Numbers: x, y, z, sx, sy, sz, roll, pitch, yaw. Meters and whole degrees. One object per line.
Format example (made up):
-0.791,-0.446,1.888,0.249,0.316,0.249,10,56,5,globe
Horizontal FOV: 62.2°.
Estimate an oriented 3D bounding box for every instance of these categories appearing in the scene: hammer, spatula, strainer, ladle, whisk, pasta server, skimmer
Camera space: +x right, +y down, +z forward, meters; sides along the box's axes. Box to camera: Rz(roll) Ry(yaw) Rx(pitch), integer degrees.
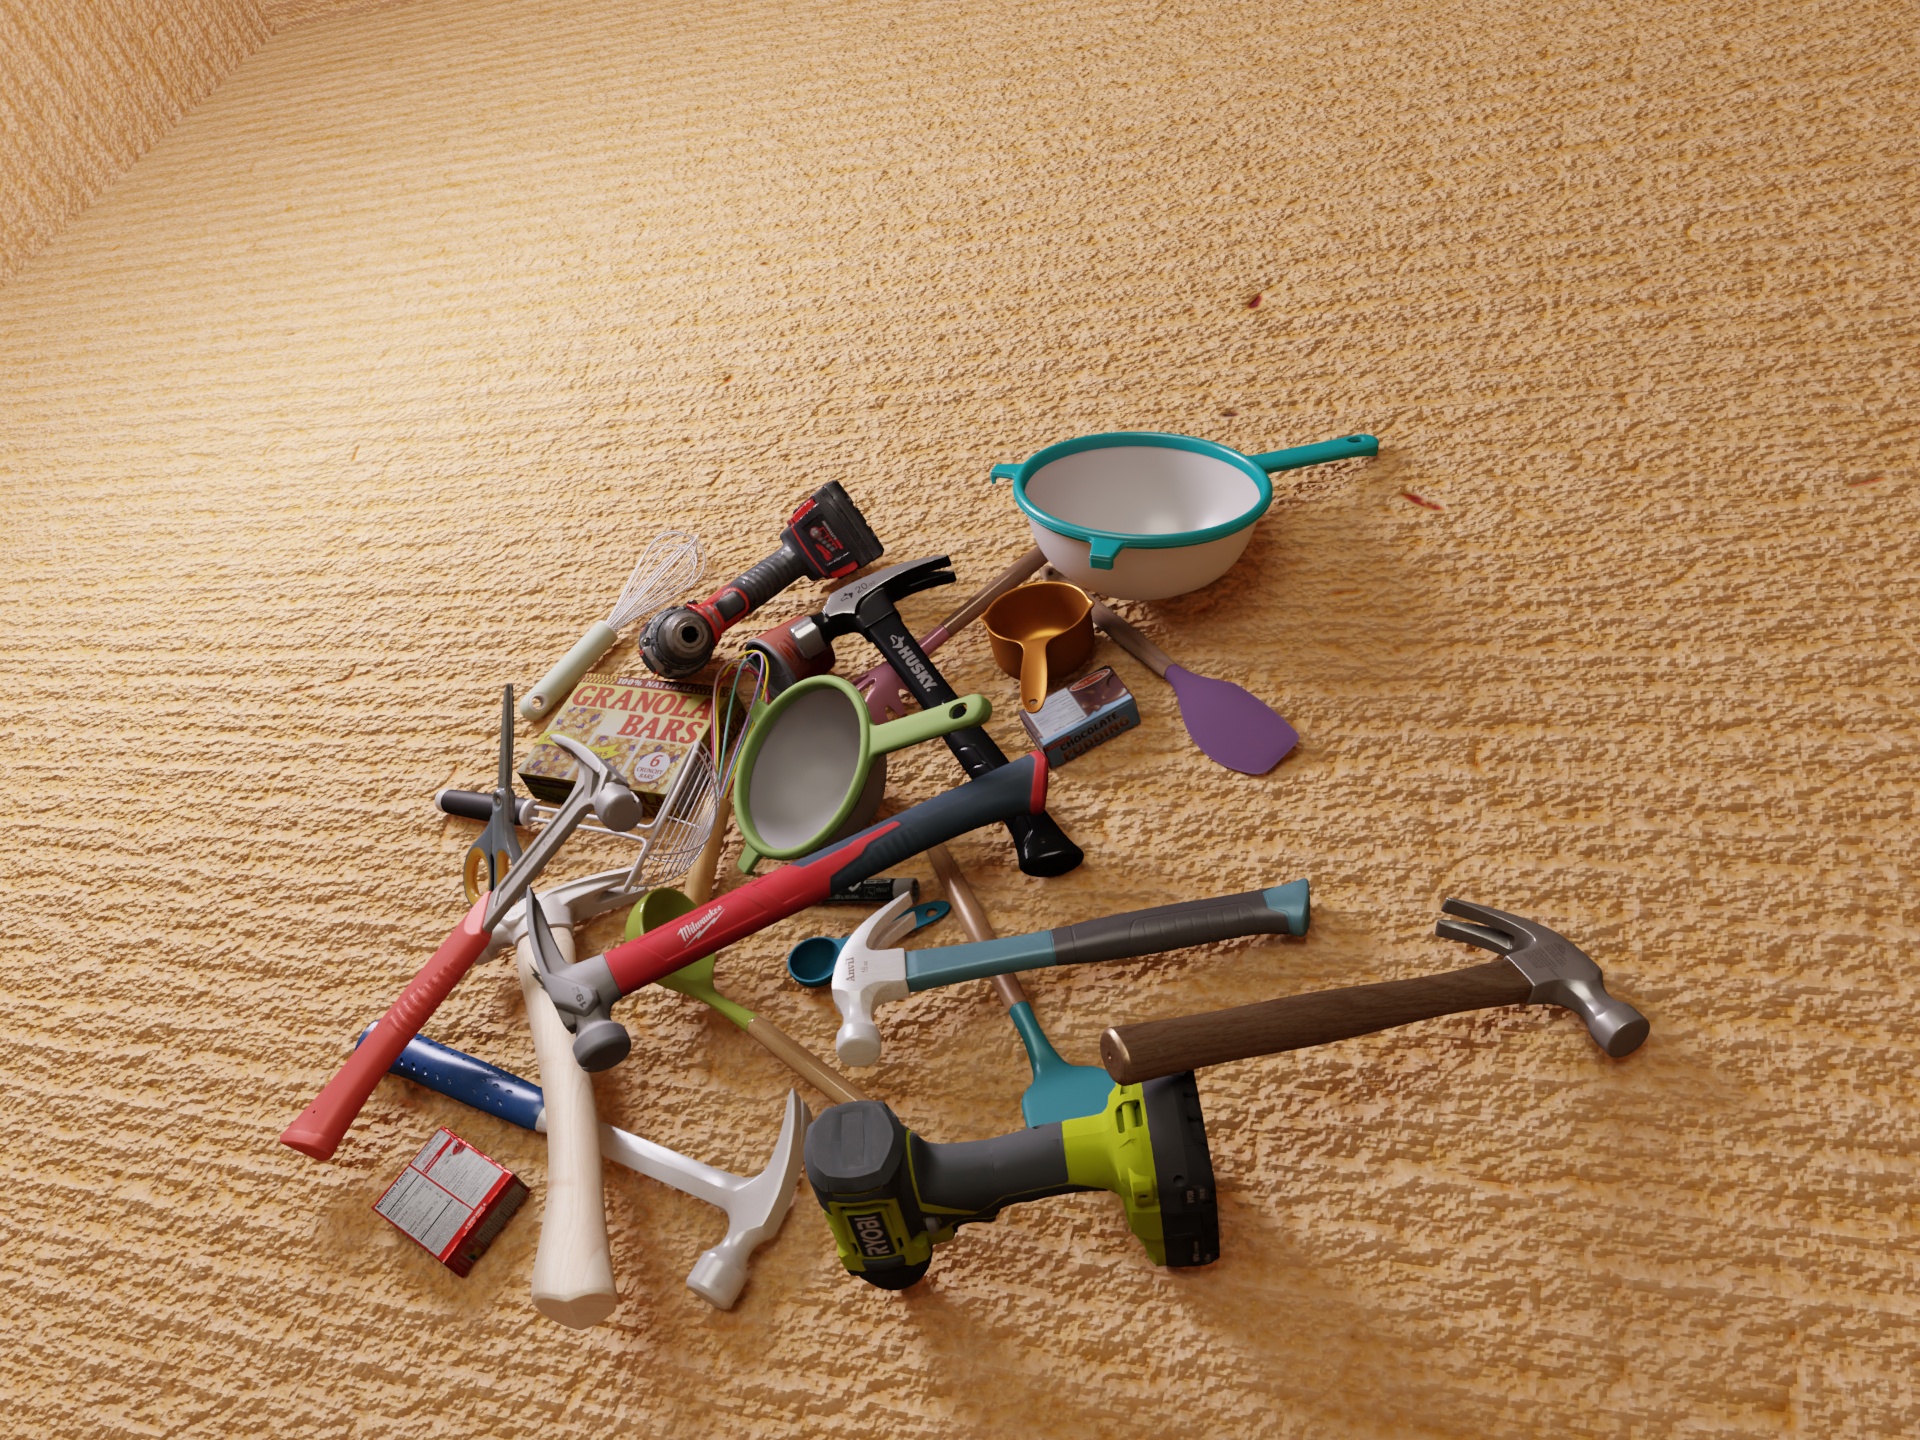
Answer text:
-0.115,0.103,1.137,0.386,0.038,0.143,-25,58,-13,hammer
0.154,-0.050,1.286,0.060,0.018,0.316,-42,46,-2,spatula
0.032,0.175,1.106,0.082,0.044,0.318,-20,42,-11,spatula
-0.285,0.282,1.142,0.406,0.035,0.144,12,54,31,hammer
0.207,-0.172,1.342,0.340,0.095,0.211,-14,35,-21,strainer
-0.121,0.216,1.110,0.320,0.078,0.062,30,98,31,ladle
-0.331,-0.092,1.515,0.246,0.057,0.059,-50,15,-21,whisk
-0.196,0.048,1.306,0.047,0.051,0.245,6,61,5,whisk
-0.065,0.031,1.225,0.256,0.069,0.152,-19,59,35,strainer
-0.268,0.245,1.112,0.146,0.038,0.411,-19,34,-8,hammer
0.009,-0.087,1.364,0.316,0.040,0.060,-39,46,-15,pasta server
0.077,0.153,1.079,0.331,0.033,0.128,-10,37,1,hammer
-0.002,-0.004,1.258,0.146,0.035,0.335,-32,54,-7,hammer
-0.331,0.067,1.297,0.363,0.090,0.127,4,62,36,skimmer
0.234,0.168,0.936,0.331,0.031,0.130,-5,33,-21,hammer
-0.381,0.172,1.195,0.359,0.036,0.149,-52,37,-6,hammer

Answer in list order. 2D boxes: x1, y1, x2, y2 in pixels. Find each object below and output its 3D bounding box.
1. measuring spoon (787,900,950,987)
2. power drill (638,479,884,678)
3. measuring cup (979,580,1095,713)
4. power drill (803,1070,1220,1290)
-0.065,0.166,1.179,0.128,0.021,0.042,-21,43,-11,measuring spoon
-0.181,-0.115,1.394,0.227,0.080,0.188,-37,8,-13,power drill
0.065,-0.044,1.278,0.095,0.052,0.174,-7,38,10,measuring cup
0.034,0.277,0.933,0.223,0.171,0.080,-8,46,4,power drill
